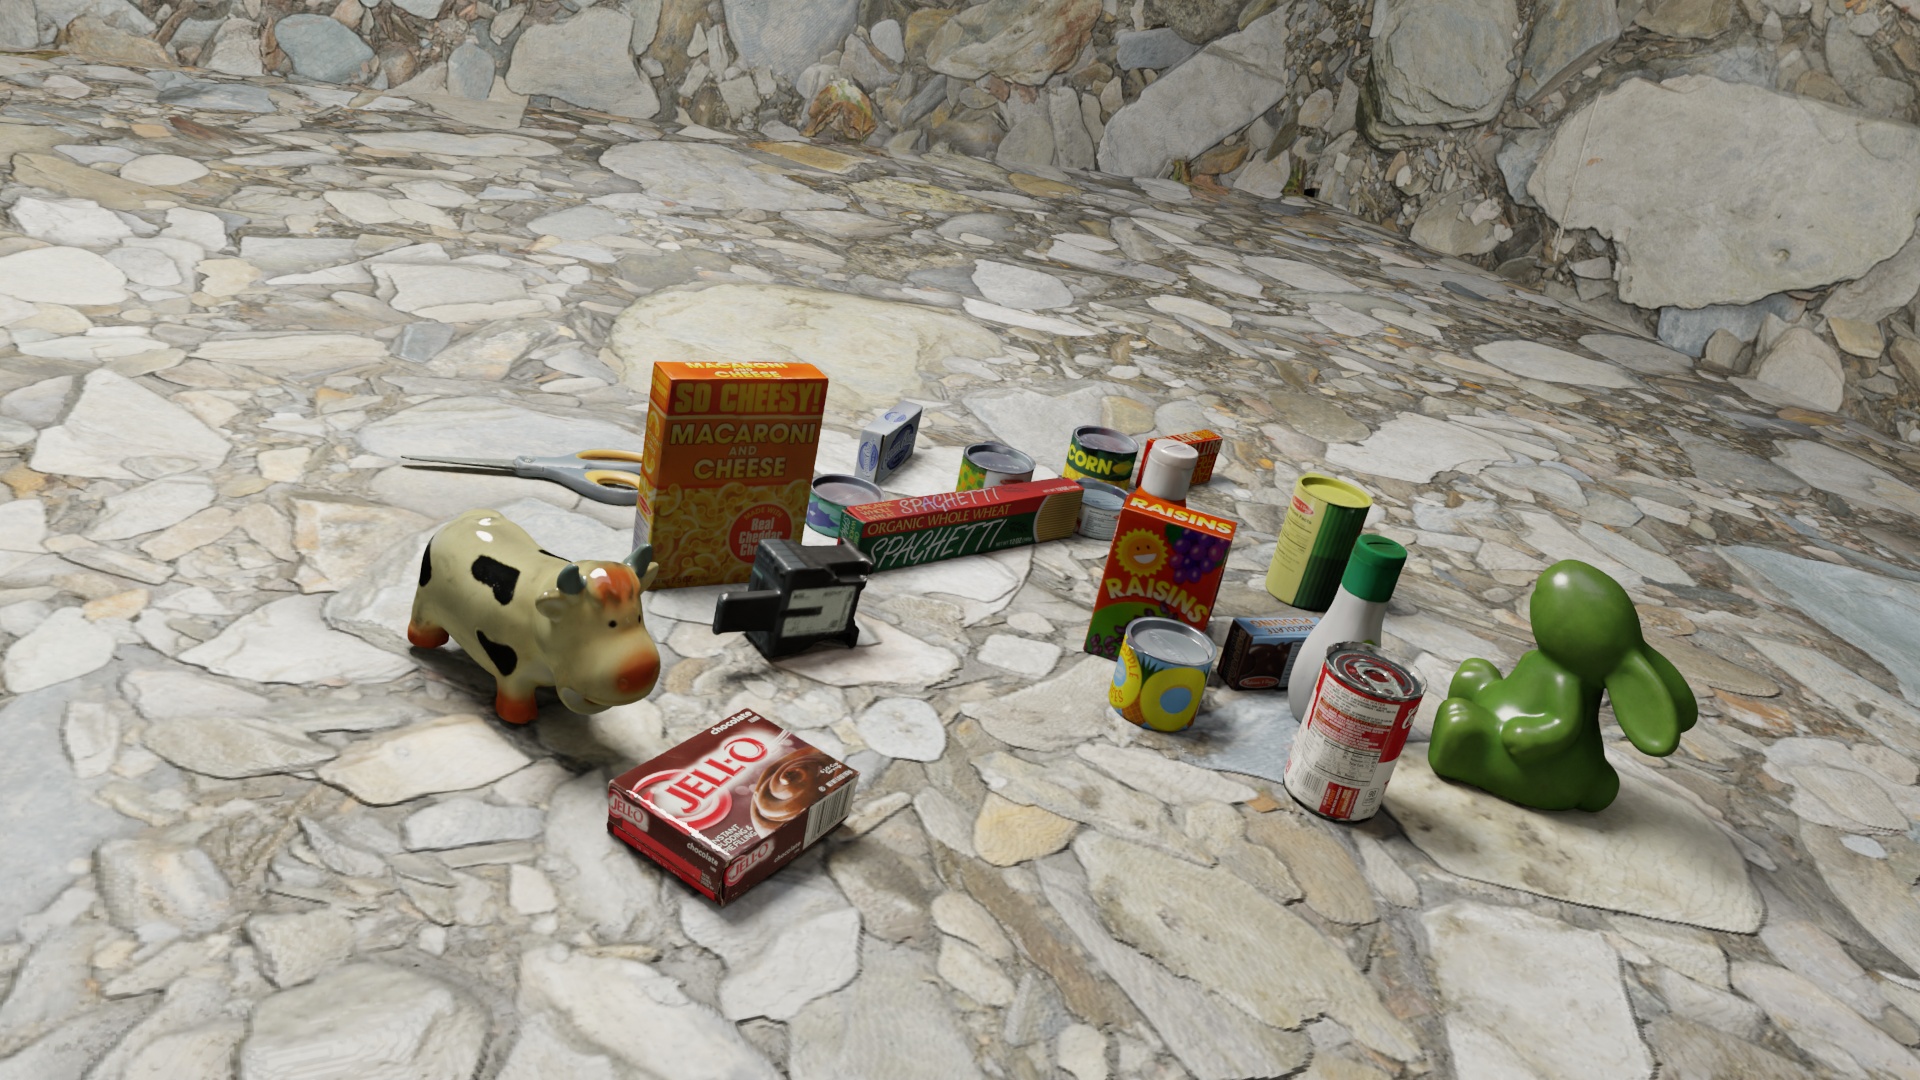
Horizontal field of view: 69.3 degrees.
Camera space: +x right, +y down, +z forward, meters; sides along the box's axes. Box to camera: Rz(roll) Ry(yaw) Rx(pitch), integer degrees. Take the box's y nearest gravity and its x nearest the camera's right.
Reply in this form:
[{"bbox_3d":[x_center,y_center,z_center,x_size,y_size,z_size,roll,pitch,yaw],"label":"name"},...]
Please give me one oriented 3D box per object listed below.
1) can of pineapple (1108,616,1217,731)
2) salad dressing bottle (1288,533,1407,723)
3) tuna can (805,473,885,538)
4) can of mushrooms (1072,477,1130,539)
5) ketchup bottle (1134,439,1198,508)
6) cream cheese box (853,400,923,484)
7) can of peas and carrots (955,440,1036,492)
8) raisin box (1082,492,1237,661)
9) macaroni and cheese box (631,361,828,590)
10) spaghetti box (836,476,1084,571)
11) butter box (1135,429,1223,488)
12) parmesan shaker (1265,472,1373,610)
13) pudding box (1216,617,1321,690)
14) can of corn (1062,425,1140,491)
[{"bbox_3d":[0.142,0.095,0.992,0.071,0.057,0.071,10,24,-5],"label":"can of pineapple"},{"bbox_3d":[0.283,0.068,1.009,0.064,0.147,0.044,1,26,-24],"label":"salad dressing bottle"},{"bbox_3d":[-0.096,-0.028,1.173,0.071,0.032,0.071,10,24,-5],"label":"tuna can"},{"bbox_3d":[0.125,-0.030,1.283,0.071,0.033,0.071,10,24,-5],"label":"can of mushrooms"},{"bbox_3d":[0.152,-0.007,1.106,0.065,0.148,0.043,-12,34,-43],"label":"ketchup bottle"},{"bbox_3d":[-0.067,-0.092,1.301,0.024,0.053,0.104,18,25,12],"label":"cream cheese box"},{"bbox_3d":[0.029,-0.050,1.249,0.071,0.058,0.071,10,24,-5],"label":"can of peas and carrots"},{"bbox_3d":[0.150,0.035,1.046,0.086,0.122,0.040,17,24,10],"label":"raisin box"},{"bbox_3d":[-0.171,-0.049,1.021,0.124,0.165,0.040,-4,29,-32],"label":"macaroni and cheese box"},{"bbox_3d":[0.004,-0.015,1.172,0.251,0.050,0.029,-10,32,-40],"label":"spaghetti box"},{"bbox_3d":[0.223,-0.081,1.417,0.104,0.053,0.024,-12,34,-43],"label":"butter box"},{"bbox_3d":[0.313,0.001,1.222,0.071,0.102,0.071,10,24,-5],"label":"parmesan shaker"},{"bbox_3d":[0.244,0.086,1.069,0.084,0.049,0.030,1,27,-25],"label":"pudding box"},{"bbox_3d":[0.133,-0.072,1.348,0.071,0.058,0.071,10,24,-5],"label":"can of corn"}]
